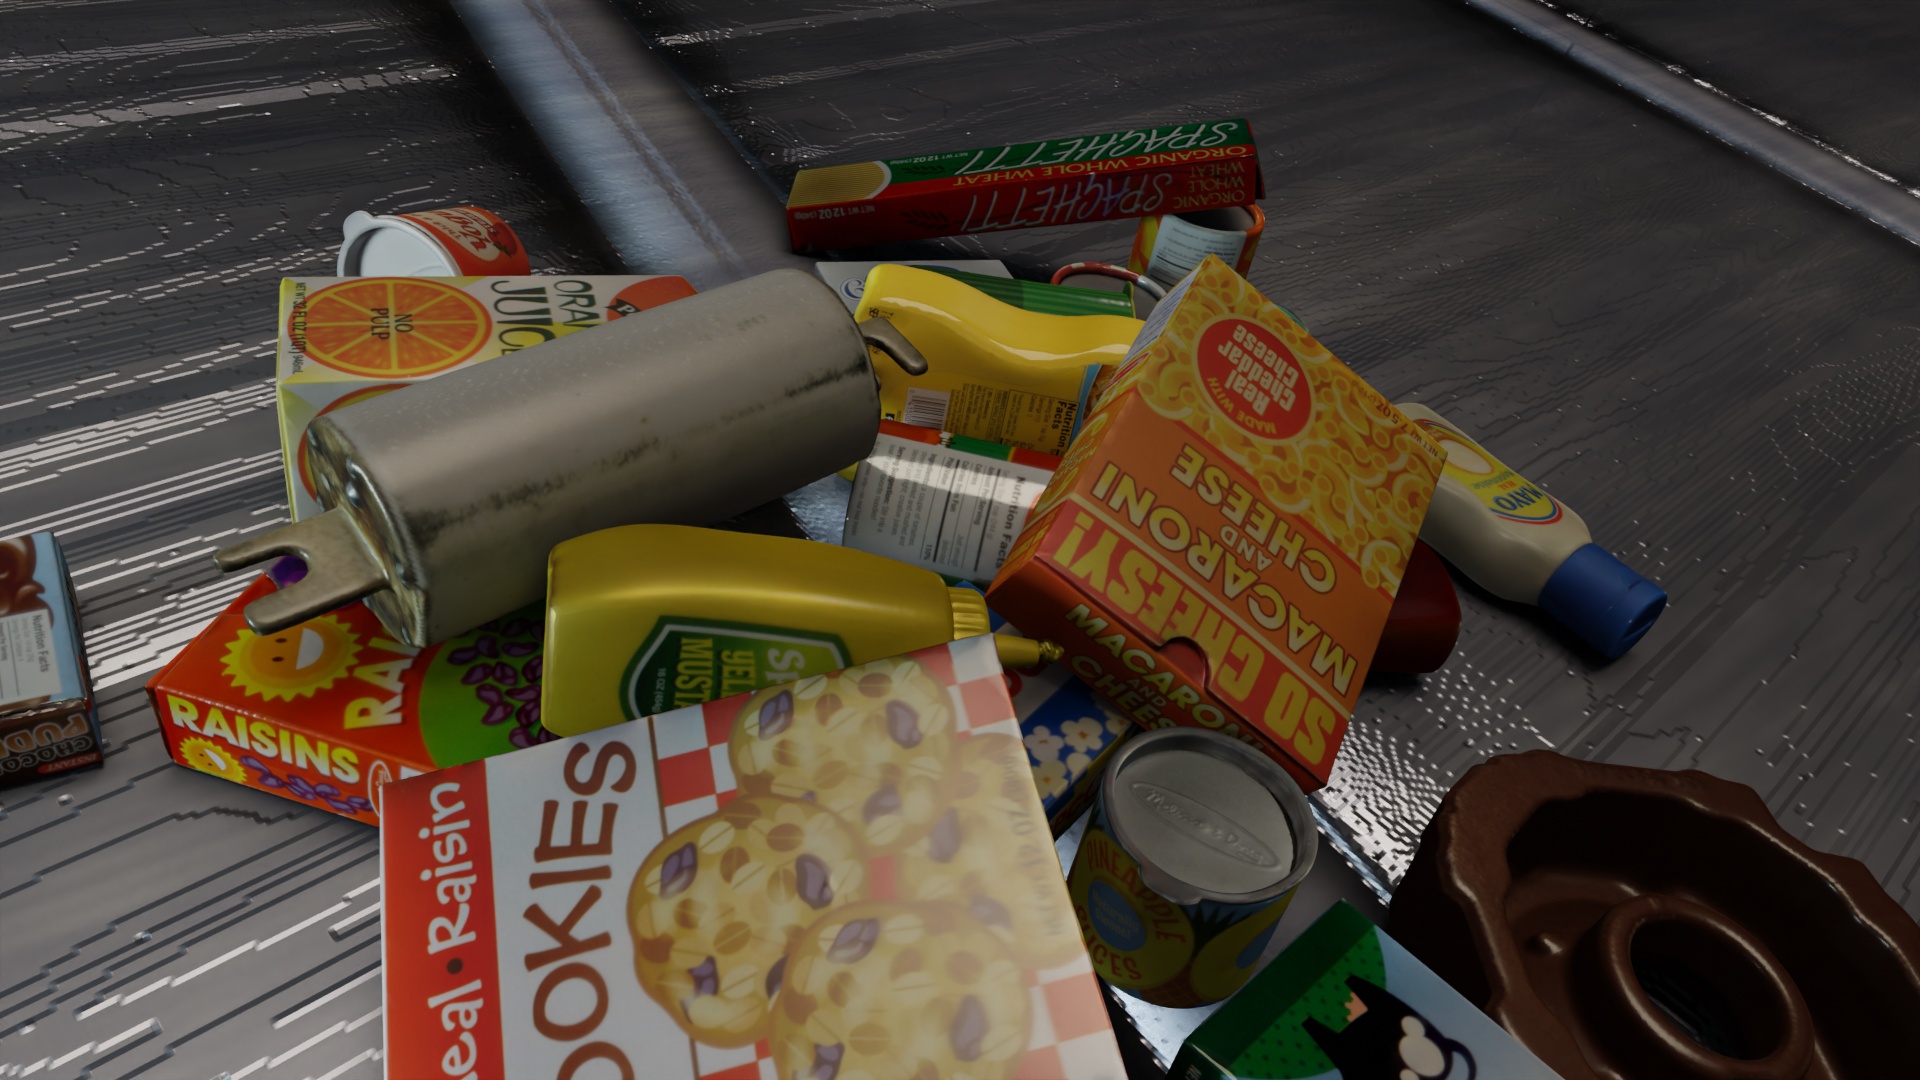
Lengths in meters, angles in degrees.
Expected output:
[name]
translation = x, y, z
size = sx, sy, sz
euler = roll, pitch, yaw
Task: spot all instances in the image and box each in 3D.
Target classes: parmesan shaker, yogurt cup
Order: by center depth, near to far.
[yogurt cup]
translation = -0.225, -0.113, 0.605
size = 0.072, 0.072, 0.054
euler = 23, 31, 12
[parmesan shaker]
translation = 0.023, -0.092, 0.643
size = 0.103, 0.071, 0.072
euler = 7, 39, -8

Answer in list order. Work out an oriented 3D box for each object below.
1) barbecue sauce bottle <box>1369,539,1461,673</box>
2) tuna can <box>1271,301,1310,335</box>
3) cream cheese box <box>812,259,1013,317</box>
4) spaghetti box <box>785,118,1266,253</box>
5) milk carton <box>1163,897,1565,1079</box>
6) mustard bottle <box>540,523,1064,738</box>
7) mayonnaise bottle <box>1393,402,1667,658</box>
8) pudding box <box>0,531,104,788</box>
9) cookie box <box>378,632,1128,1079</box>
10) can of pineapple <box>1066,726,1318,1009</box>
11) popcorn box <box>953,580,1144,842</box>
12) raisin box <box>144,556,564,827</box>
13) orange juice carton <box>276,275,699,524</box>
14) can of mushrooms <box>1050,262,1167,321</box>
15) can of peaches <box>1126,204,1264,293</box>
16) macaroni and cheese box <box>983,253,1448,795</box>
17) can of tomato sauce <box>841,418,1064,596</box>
[barbecue sauce bottle]
translation = 0.119, 0.021, 0.554
size = 0.149, 0.043, 0.065
euler = 3, 37, -12
[tuna can]
translation = 0.135, -0.081, 0.663
size = 0.071, 0.070, 0.033
euler = 13, 39, -1
[cream cheese box]
translation = -0.020, -0.119, 0.701
size = 0.104, 0.024, 0.053
euler = -6, 41, -22
[spaghetti box]
translation = 0.033, -0.189, 0.739
size = 0.250, 0.028, 0.050
euler = -5, 39, 7
[milk carton]
translation = 0.138, 0.187, 0.334
size = 0.074, 0.072, 0.191
euler = -25, 52, -39
[mustard bottle]
translation = -0.043, 0.031, 0.420
size = 0.160, 0.065, 0.049
euler = 2, 33, -15
[mayonnaise bottle]
translation = 0.242, -0.007, 0.625
size = 0.065, 0.041, 0.148
euler = -18, 47, -35
[pudding box]
translation = -0.298, 0.037, 0.426
size = 0.050, 0.030, 0.084
euler = -15, 46, -29
[cookie box]
translation = -0.056, 0.103, 0.350
size = 0.168, 0.040, 0.123
euler = -14, 57, -5
[can of pineapple]
translation = 0.068, 0.102, 0.429
size = 0.071, 0.057, 0.071
euler = 8, 39, -6
[popcorn box]
translation = -0.007, 0.074, 0.458
size = 0.085, 0.038, 0.127
euler = 31, 42, 23
[raisin box]
translation = -0.172, 0.047, 0.442
size = 0.123, 0.039, 0.086
euler = 16, 39, 5
[orange juice carton]
translation = -0.159, -0.055, 0.544
size = 0.193, 0.072, 0.072
euler = -4, 42, -21
[can of mushrooms]
translation = 0.073, -0.113, 0.713
size = 0.071, 0.033, 0.071
euler = 8, 39, -7
[can of peaches]
translation = 0.128, -0.162, 0.769
size = 0.071, 0.057, 0.071
euler = 8, 39, -6
[macaroni and cheese box]
translation = 0.097, -0.008, 0.494
size = 0.123, 0.040, 0.167
euler = 38, 54, -7
[can of tomato sauce]
translation = 0.002, -0.007, 0.536
size = 0.083, 0.070, 0.071
euler = 12, 38, 4
